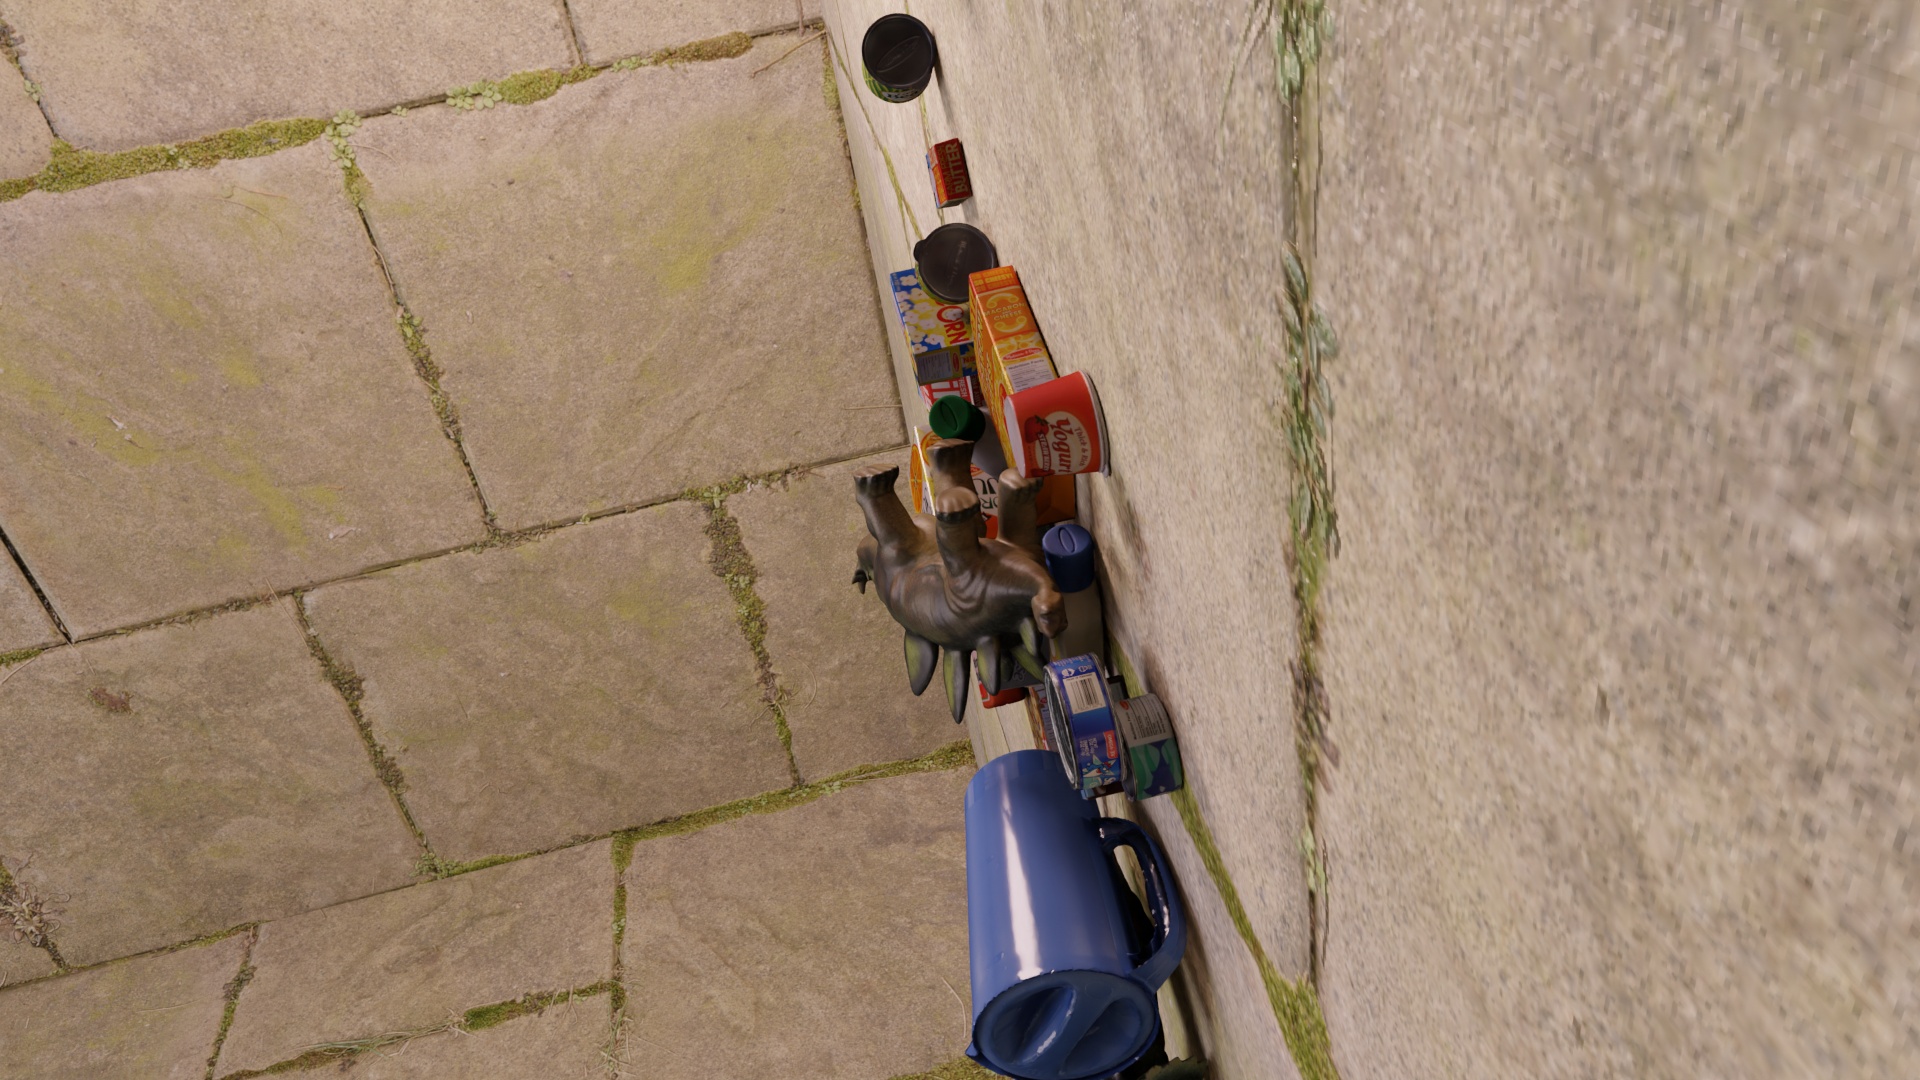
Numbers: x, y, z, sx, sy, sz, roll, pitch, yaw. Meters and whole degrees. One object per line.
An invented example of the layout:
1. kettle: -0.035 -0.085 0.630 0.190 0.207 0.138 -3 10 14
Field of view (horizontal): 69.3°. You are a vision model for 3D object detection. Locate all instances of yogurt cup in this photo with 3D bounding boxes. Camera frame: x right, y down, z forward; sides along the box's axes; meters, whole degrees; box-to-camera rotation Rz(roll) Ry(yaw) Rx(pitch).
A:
1. yogurt cup: 0.060 -0.072 0.894 0.072 0.054 0.072 172 85 -86

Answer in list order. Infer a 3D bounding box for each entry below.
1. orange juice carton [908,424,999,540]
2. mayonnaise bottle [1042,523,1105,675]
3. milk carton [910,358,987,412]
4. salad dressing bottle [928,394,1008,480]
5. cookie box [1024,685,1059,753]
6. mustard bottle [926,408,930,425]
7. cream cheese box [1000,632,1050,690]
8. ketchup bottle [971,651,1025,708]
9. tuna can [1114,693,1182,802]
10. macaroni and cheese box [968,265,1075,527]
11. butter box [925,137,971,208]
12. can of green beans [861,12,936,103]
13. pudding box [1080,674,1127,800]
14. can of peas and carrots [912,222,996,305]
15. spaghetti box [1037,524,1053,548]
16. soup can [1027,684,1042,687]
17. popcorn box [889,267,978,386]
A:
1. orange juice carton: 0.004 -0.016 1.251 0.071 0.073 0.193 99 163 -47
2. mayonnaise bottle: 0.085 0.053 1.051 0.065 0.041 0.147 -109 7 -47
3. milk carton: -0.004 -0.166 1.343 0.191 0.073 0.072 -116 14 -71
4. salad dressing bottle: 0.016 -0.089 1.178 0.064 0.044 0.147 64 -166 17
5. cookie box: 0.081 0.136 1.404 0.122 0.040 0.168 92 165 -75
6. mustard bottle: -0.016 -0.059 1.406 0.049 0.065 0.160 -156 57 -80
7. cream cheese box: 0.046 0.070 1.151 0.024 0.053 0.103 -163 63 -82
8. ketchup bottle: 0.027 0.092 1.391 0.064 0.043 0.149 122 134 -82
9. tuna can: 0.120 0.137 0.906 0.071 0.033 0.071 172 85 -86
10. macaroni and cheese box: 0.046 -0.112 1.067 0.123 0.040 0.167 82 173 -49
11. butter box: -0.012 -0.332 1.262 0.103 0.024 0.053 -122 19 -79
12. can of green beans: -0.056 -0.433 1.250 0.058 0.071 0.071 -141 38 -84
13. pudding box: 0.105 0.147 1.028 0.030 0.050 0.084 89 167 -78
14. can of peas and carrots: -0.008 -0.236 1.186 0.059 0.071 0.071 -128 25 -82
15. spaghetti box: 0.088 0.072 1.174 0.050 0.029 0.251 86 170 -59
16. soup can: 0.064 0.083 1.301 0.071 0.071 0.084 81 173 -47
17. popcorn box: -0.010 -0.199 1.242 0.038 0.085 0.127 82 173 -47
